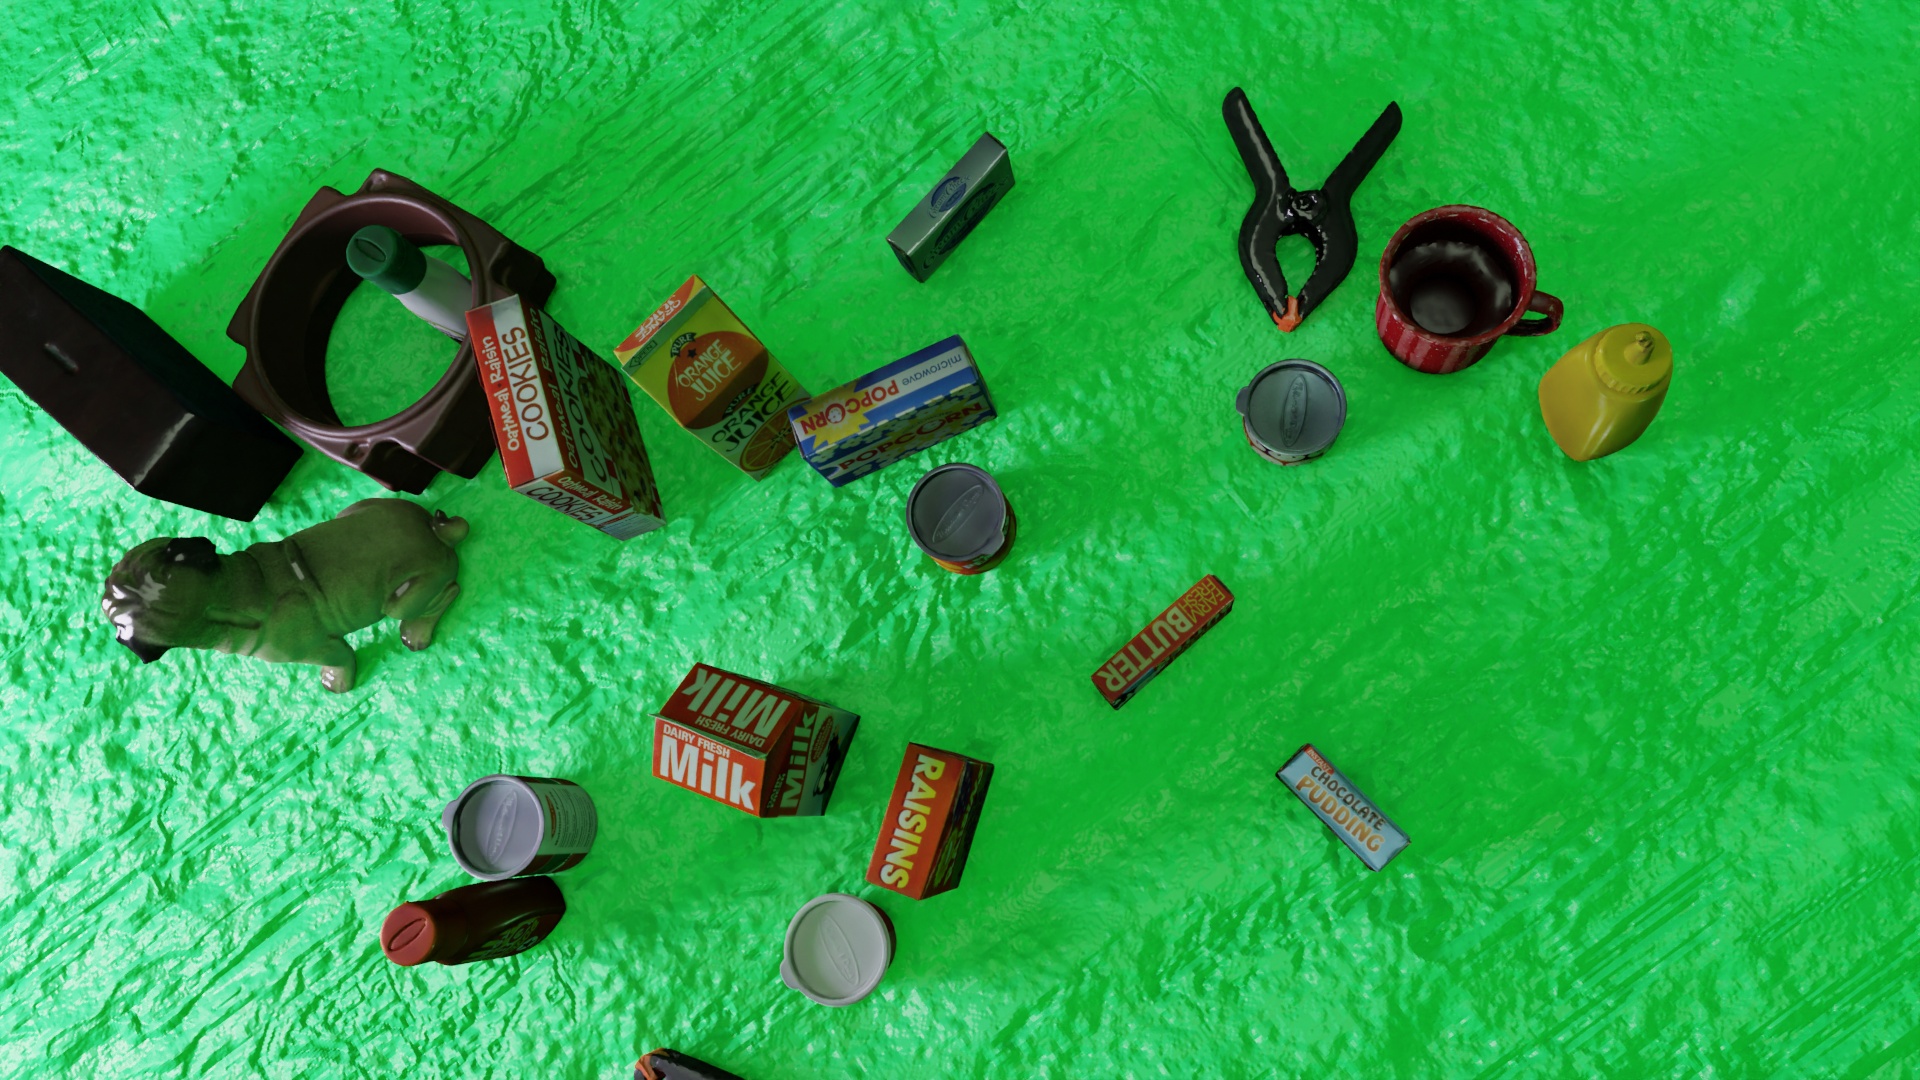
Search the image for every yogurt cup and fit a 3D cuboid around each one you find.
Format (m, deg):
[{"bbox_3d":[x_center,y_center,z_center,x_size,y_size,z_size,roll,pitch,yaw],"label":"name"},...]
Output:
[{"bbox_3d":[-0.073,0.258,0.884,0.072,0.054,0.072,-2,78,9],"label":"yogurt cup"}]

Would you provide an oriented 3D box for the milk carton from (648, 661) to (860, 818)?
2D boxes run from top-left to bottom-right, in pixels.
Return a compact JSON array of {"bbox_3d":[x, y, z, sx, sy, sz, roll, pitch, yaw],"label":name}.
[{"bbox_3d":[-0.126,0.124,0.850,0.072,0.190,0.073,18,83,13],"label":"milk carton"}]

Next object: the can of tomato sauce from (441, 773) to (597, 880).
[{"bbox_3d":[-0.290,0.189,0.920,0.071,0.083,0.071,-2,79,9],"label":"can of tomato sauce"}]

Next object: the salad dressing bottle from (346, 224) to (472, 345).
[{"bbox_3d":[-0.373,-0.177,0.976,0.064,0.147,0.044,34,86,14],"label":"salad dressing bottle"}]

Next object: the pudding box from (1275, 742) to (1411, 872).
[{"bbox_3d":[0.234,0.163,0.853,0.030,0.049,0.084,-45,75,-1],"label":"pudding box"}]

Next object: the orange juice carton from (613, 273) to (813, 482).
[{"bbox_3d":[-0.157,-0.107,0.902,0.072,0.192,0.073,-44,75,-1],"label":"orange juice carton"}]

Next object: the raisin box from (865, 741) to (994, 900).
[{"bbox_3d":[-0.016,0.172,0.856,0.040,0.123,0.086,17,82,13],"label":"raisin box"}]

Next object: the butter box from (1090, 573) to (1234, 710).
[{"bbox_3d":[0.130,0.065,0.890,0.103,0.053,0.024,-41,75,0],"label":"butter box"}]

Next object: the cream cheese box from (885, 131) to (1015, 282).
[{"bbox_3d":[-0.005,-0.232,0.974,0.024,0.053,0.104,42,88,15],"label":"cream cheese box"}]

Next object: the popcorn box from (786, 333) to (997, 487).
[{"bbox_3d":[-0.044,-0.085,0.934,0.127,0.085,0.038,-24,76,4],"label":"popcorn box"}]

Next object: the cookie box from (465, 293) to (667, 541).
[{"bbox_3d":[-0.260,-0.076,0.926,0.040,0.167,0.123,-21,76,5],"label":"cookie box"}]

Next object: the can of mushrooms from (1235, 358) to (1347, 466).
[{"bbox_3d":[0.217,-0.084,0.916,0.071,0.033,0.071,-2,78,9],"label":"can of mushrooms"}]

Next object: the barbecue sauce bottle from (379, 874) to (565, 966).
[{"bbox_3d":[-0.309,0.242,0.878,0.065,0.148,0.044,-38,75,1],"label":"barbecue sauce bottle"}]

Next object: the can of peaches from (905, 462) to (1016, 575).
[{"bbox_3d":[0.003,-0.012,0.925,0.071,0.058,0.071,-2,78,9],"label":"can of peaches"}]

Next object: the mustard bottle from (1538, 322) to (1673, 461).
[{"bbox_3d":[0.387,-0.094,0.823,0.049,0.160,0.065,-24,76,5],"label":"mustard bottle"}]
